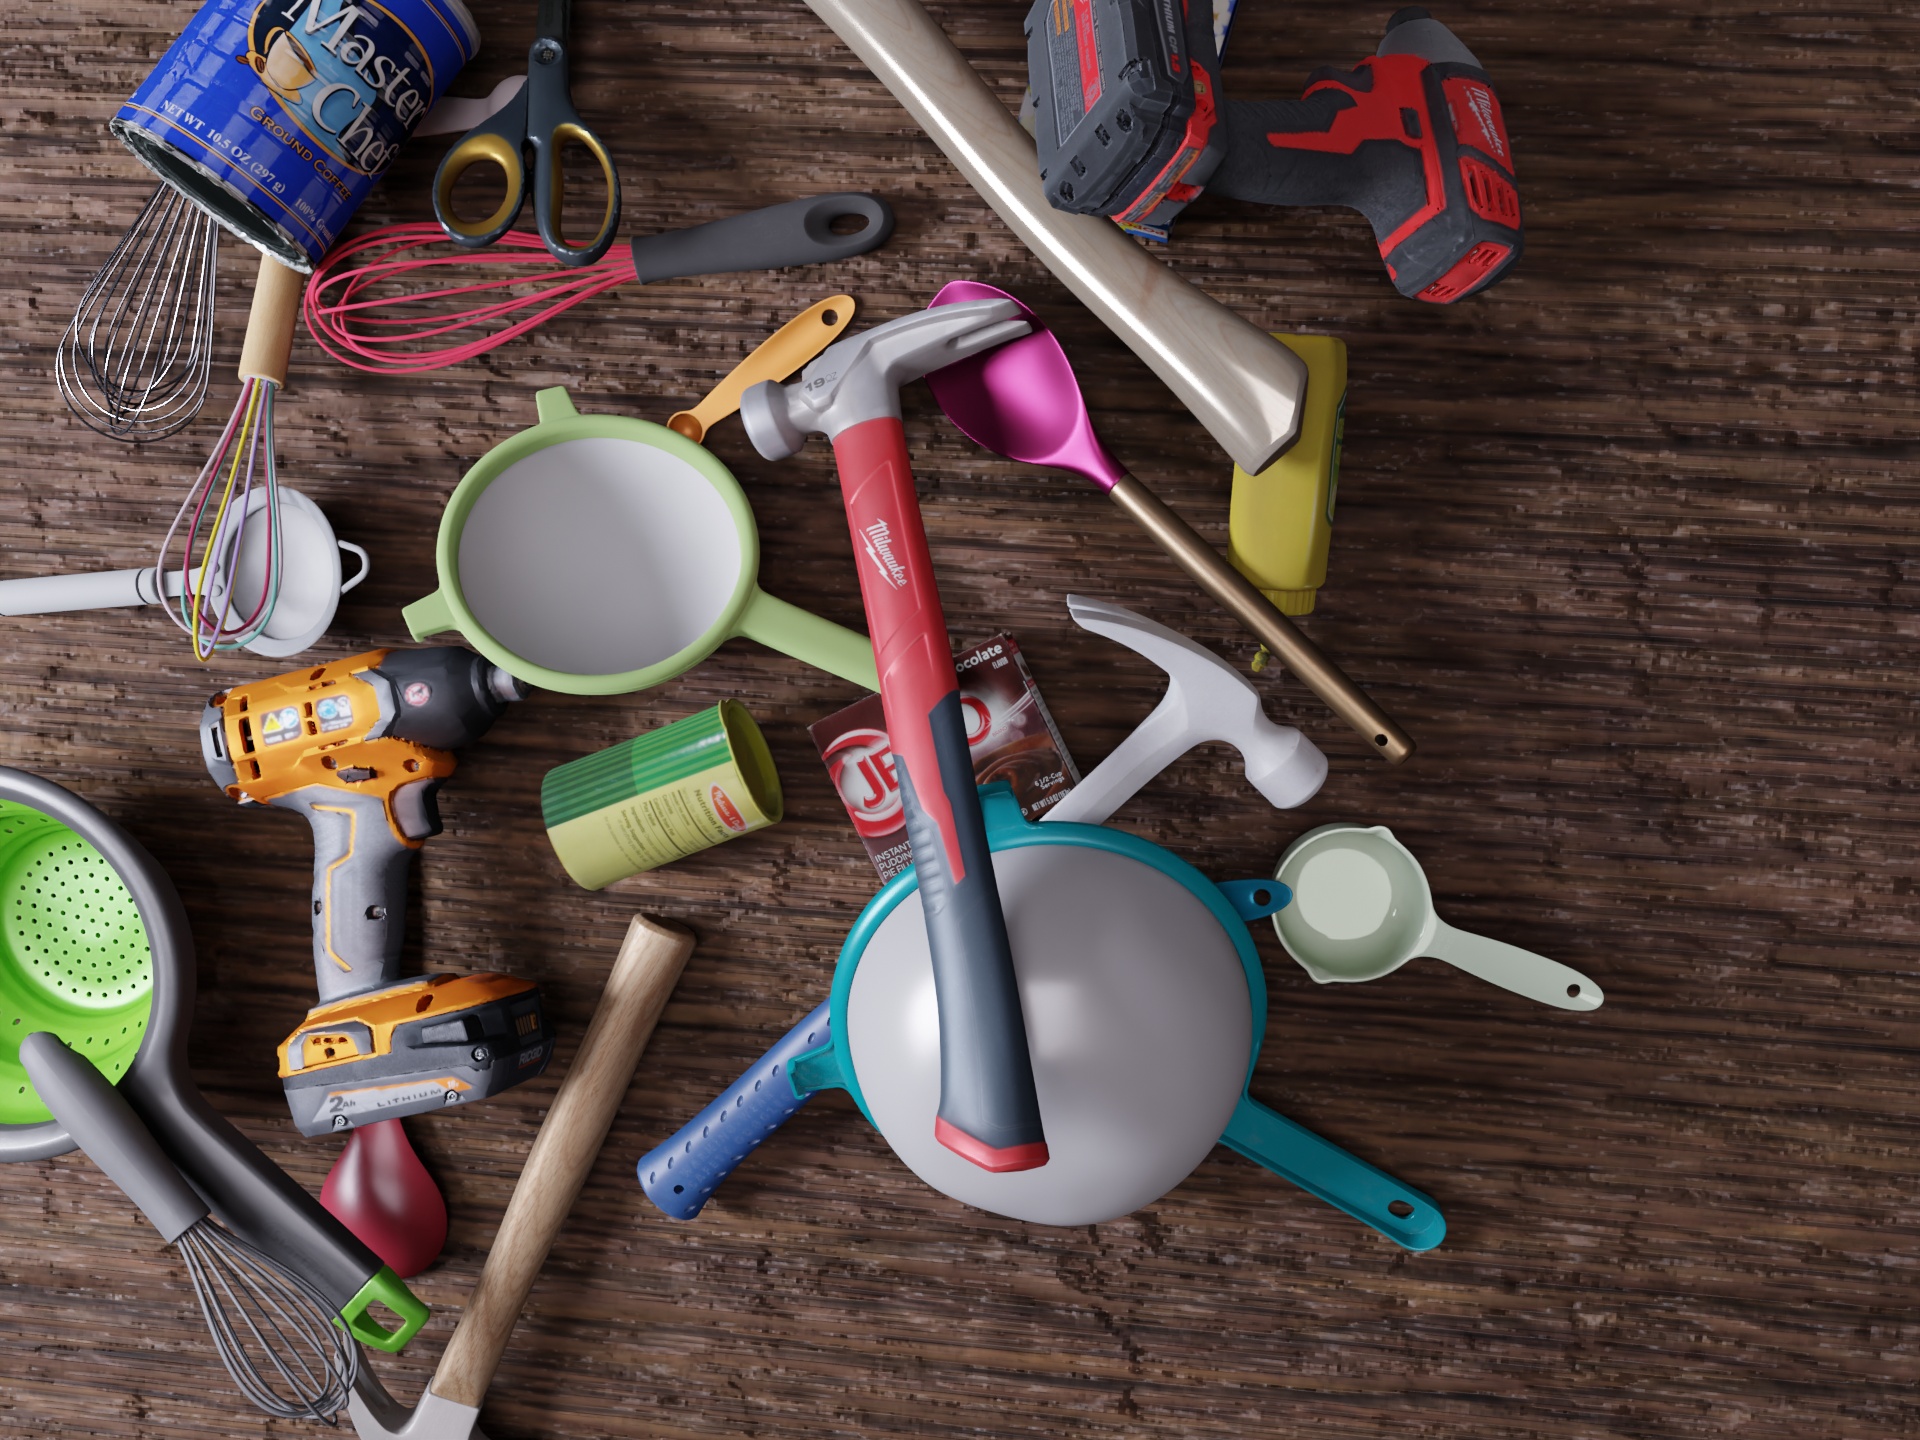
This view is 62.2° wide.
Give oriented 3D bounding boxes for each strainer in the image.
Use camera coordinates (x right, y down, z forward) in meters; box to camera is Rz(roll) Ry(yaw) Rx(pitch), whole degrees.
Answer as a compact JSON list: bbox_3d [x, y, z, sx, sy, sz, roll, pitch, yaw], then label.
[{"bbox_3d":[-0.126,-0.051,0.782,0.256,0.069,0.151,23,65,0],"label":"strainer"},{"bbox_3d":[0.096,0.190,0.743,0.340,0.095,0.211,30,109,-10],"label":"strainer"},{"bbox_3d":[-0.412,-0.072,0.830,0.258,0.050,0.087,-3,92,12],"label":"strainer"}]

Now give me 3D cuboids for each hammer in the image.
[{"bbox_3d":[-0.019,0.108,0.780,0.144,0.035,0.405,42,107,-15],"label":"hammer"},{"bbox_3d":[0.001,-0.265,0.732,0.146,0.038,0.411,-43,81,15],"label":"hammer"},{"bbox_3d":[-0.223,0.254,0.839,0.130,0.031,0.331,23,95,-12],"label":"hammer"},{"bbox_3d":[-0.001,-0.002,0.697,0.143,0.038,0.387,-18,70,17],"label":"hammer"}]

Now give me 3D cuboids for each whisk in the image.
[{"bbox_3d":[-0.178,-0.224,0.783,0.296,0.073,0.073,-9,95,1],"label":"whisk"},{"bbox_3d":[-0.382,-0.277,0.801,0.070,0.070,0.284,19,92,4],"label":"whisk"},{"bbox_3d":[-0.348,-0.148,0.785,0.051,0.047,0.245,2,78,17],"label":"whisk"},{"bbox_3d":[-0.373,0.243,0.764,0.055,0.055,0.239,-40,89,8],"label":"whisk"}]

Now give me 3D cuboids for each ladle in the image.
[{"bbox_3d":[-0.309,0.151,0.849,0.069,0.031,0.315,2,94,0],"label":"ladle"}]

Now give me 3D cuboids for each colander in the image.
[{"bbox_3d":[-0.418,0.171,0.829,0.397,0.094,0.204,43,99,-2],"label":"colander"}]

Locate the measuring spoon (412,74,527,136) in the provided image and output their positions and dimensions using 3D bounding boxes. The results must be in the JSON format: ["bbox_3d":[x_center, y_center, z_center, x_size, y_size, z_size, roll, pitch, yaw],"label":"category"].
[{"bbox_3d":[-0.266,-0.306,0.801,0.124,0.018,0.034,0,96,7],"label":"measuring spoon"}]

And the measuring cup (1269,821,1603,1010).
[{"bbox_3d":[0.232,0.103,0.782,0.167,0.038,0.083,21,98,2],"label":"measuring cup"}]

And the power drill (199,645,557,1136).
[{"bbox_3d":[-0.273,0.076,0.789,0.164,0.084,0.226,-14,86,9],"label":"power drill"}]

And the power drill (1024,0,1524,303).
[{"bbox_3d":[0.144,-0.269,0.692,0.219,0.078,0.143,5,70,-25],"label":"power drill"}]

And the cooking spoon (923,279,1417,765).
[{"bbox_3d":[0.093,-0.094,0.753,0.319,0.017,0.068,46,118,13],"label":"cooking spoon"}]

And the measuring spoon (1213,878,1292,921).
[{"bbox_3d":[0.102,0.094,0.790,0.128,0.021,0.042,-11,86,20],"label":"measuring spoon"}]

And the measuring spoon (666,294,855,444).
[{"bbox_3d":[-0.100,-0.176,0.803,0.117,0.011,0.021,-37,99,5],"label":"measuring spoon"}]
